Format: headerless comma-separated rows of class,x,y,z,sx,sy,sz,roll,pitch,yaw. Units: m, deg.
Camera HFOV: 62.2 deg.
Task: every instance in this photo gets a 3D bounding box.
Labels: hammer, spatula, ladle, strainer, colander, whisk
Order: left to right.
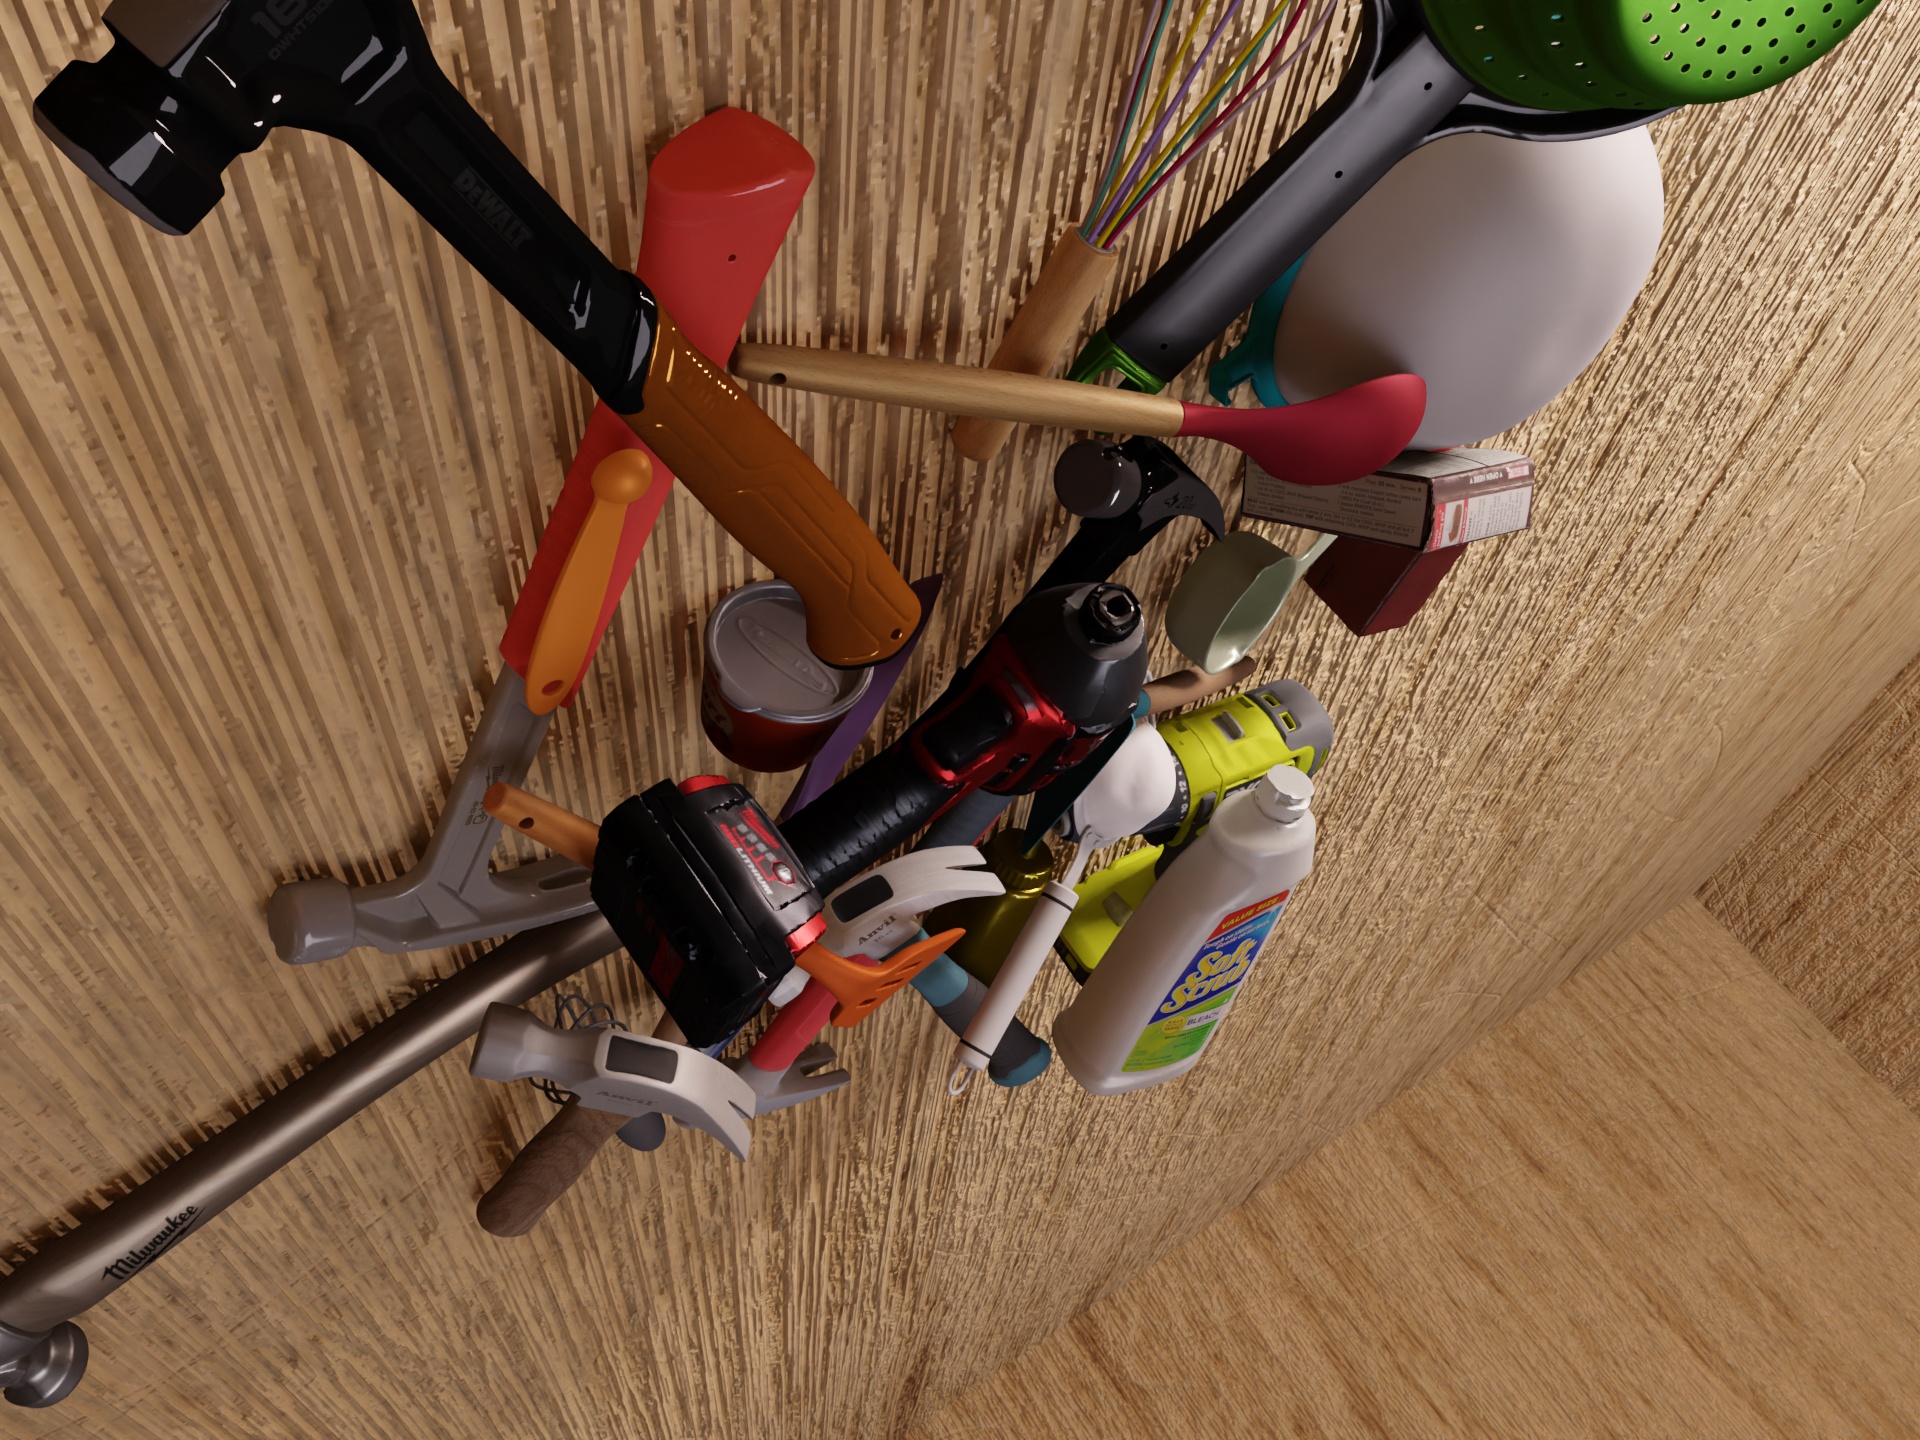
hammer,-0.277,0.159,0.698,0.410,0.038,0.146,-34,152,-9
hammer,-0.194,0.212,0.784,0.130,0.031,0.331,17,148,-17
hammer,-0.130,-0.042,0.561,0.149,0.037,0.359,-8,141,-45
whisk,-0.191,0.199,0.860,0.055,0.055,0.238,-31,157,-14
hammer,-0.077,-0.099,0.446,0.127,0.034,0.336,-47,152,-2
spatula,-0.094,0.085,0.702,0.081,0.041,0.322,-41,142,8
spatula,-0.087,0.065,0.731,0.316,0.018,0.060,-59,167,20
hammer,-0.021,0.096,0.910,0.143,0.038,0.386,1,134,-53
hammer,-0.005,0.161,0.931,0.128,0.033,0.330,-35,149,-1
hammer,-0.001,-0.002,0.770,0.334,0.035,0.146,-49,160,25
strainer,0.060,0.090,0.867,0.258,0.050,0.086,-60,144,-10
ladle,0.061,-0.120,0.608,0.315,0.031,0.069,0,150,-30
whisk,0.058,-0.186,0.560,0.051,0.047,0.245,-12,146,-44
spatula,0.109,-0.004,0.836,0.082,0.044,0.317,-52,164,25
colander,0.186,-0.221,0.550,0.204,0.095,0.397,26,124,-36
strainer,0.270,-0.238,0.679,0.211,0.095,0.340,-6,140,-47

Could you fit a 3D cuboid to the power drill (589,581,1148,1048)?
power drill,-0.023,0.023,0.596,0.219,0.078,0.143,-33,172,-24

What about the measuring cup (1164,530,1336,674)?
measuring cup,0.171,-0.094,0.861,0.167,0.038,0.083,-44,158,-22

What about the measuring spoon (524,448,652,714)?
measuring spoon,-0.122,-0.040,0.519,0.021,0.011,0.116,-12,144,-41

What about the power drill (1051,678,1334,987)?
power drill,0.125,0.081,1.026,0.190,0.080,0.228,-19,146,-24
